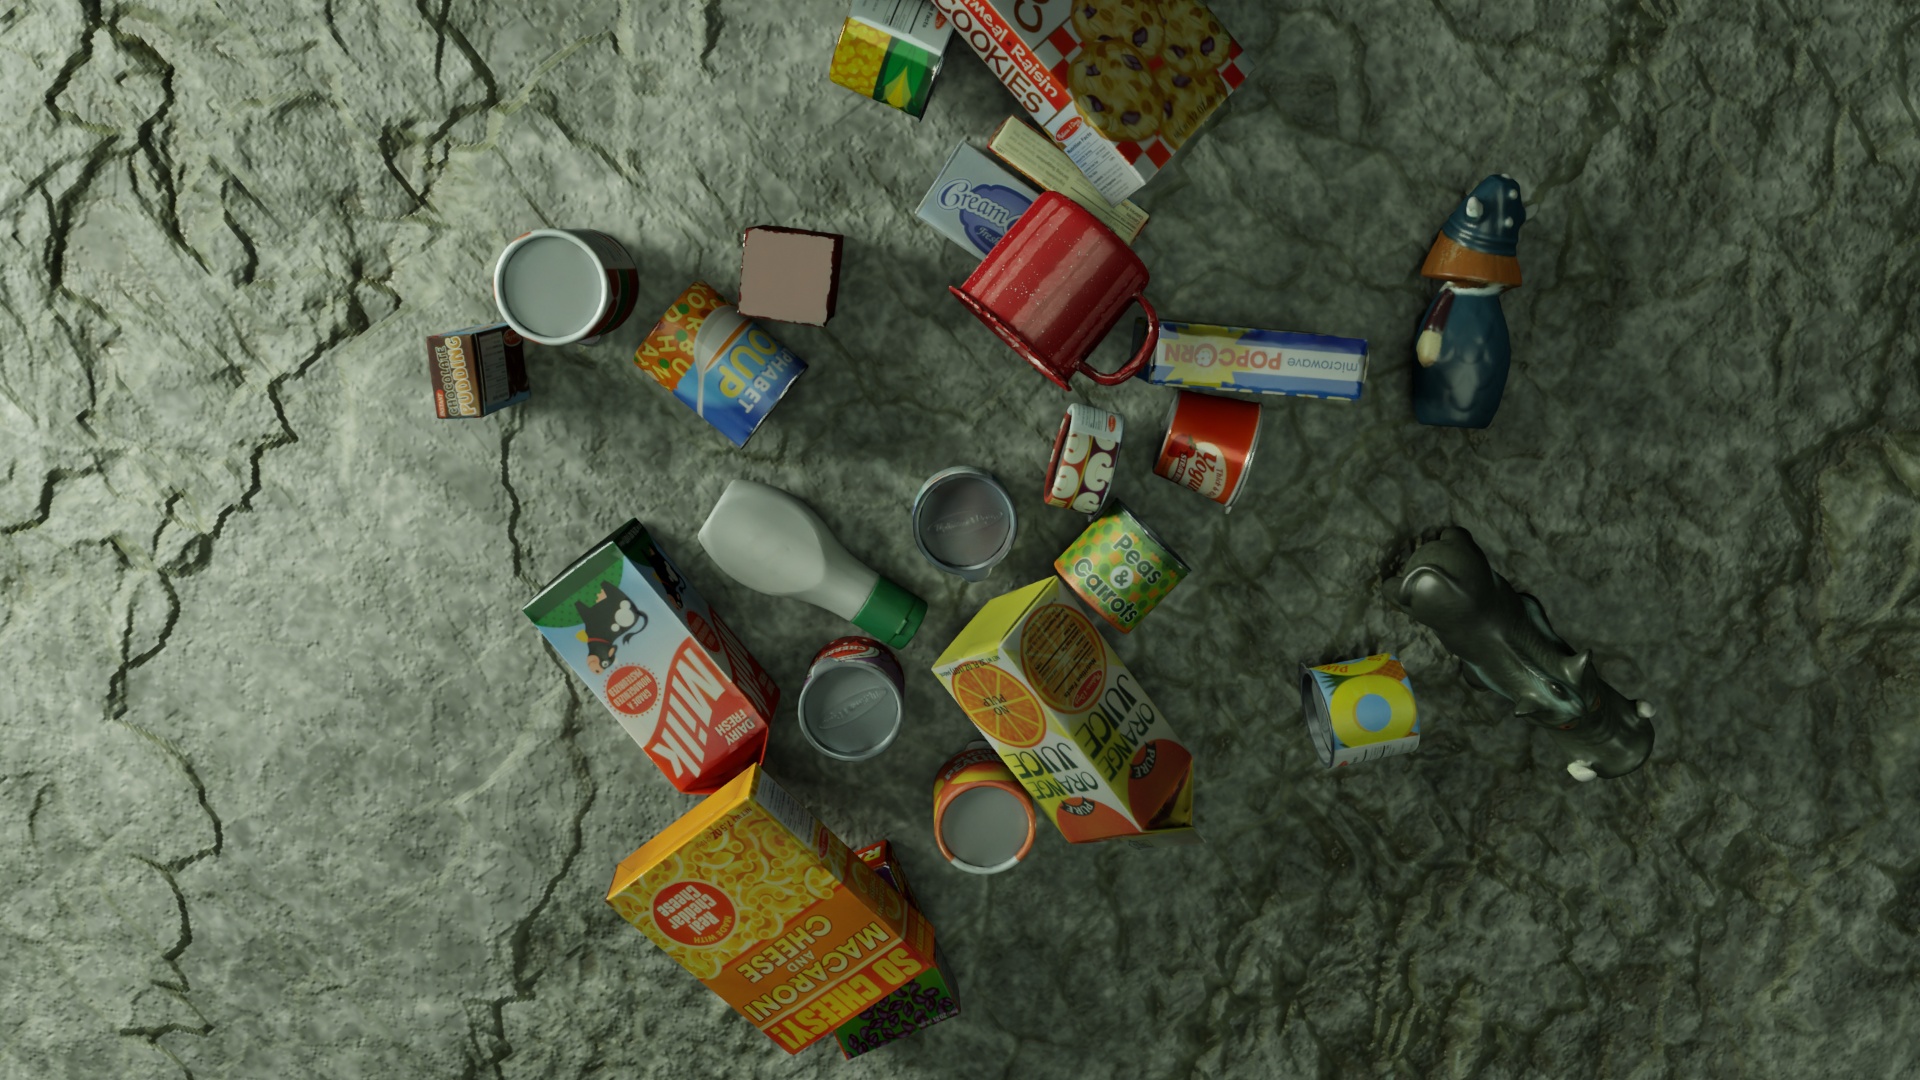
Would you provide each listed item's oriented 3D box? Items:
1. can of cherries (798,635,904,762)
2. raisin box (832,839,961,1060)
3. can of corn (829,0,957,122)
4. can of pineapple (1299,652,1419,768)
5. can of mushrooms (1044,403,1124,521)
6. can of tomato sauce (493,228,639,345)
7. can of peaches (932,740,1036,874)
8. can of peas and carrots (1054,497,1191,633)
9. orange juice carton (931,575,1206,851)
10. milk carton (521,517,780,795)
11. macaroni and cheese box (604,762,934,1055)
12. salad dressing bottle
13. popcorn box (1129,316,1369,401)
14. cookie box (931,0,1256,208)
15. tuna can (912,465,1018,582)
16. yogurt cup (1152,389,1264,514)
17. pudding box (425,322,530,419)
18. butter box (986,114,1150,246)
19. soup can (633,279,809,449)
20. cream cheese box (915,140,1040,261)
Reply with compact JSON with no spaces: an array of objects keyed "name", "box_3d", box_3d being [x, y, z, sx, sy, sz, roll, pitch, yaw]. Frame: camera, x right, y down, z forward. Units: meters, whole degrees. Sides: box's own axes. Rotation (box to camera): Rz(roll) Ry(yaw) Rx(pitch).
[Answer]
[{"name":"can of cherries","box_3d":[-0.069,0.098,0.888,0.071,0.058,0.071,0,103,-1]},{"name":"raisin box","box_3d":[-0.063,0.276,0.936,0.086,0.040,0.123,-23,101,4]},{"name":"can of corn","box_3d":[-0.038,-0.284,0.805,0.058,0.071,0.071,21,101,-6]},{"name":"can of pineapple","box_3d":[0.257,0.108,0.899,0.058,0.071,0.071,-11,103,0]},{"name":"can of mushrooms","box_3d":[0.075,-0.048,0.858,0.033,0.071,0.071,14,101,-4]},{"name":"can of tomato sauce","box_3d":[-0.231,-0.148,0.816,0.071,0.083,0.071,0,102,-2]},{"name":"can of peaches","box_3d":[0.015,0.174,0.907,0.071,0.058,0.071,0,103,-2]},{"name":"can of peas and carrots","box_3d":[0.101,0.017,0.871,0.071,0.071,0.058,42,98,-10]},{"name":"orange juice carton","box_3d":[0.077,0.124,0.878,0.192,0.071,0.073,52,51,-11]},{"name":"milk carton","box_3d":[-0.177,0.086,0.874,0.073,0.072,0.190,-37,101,6]},{"name":"macaroni and cheese box","box_3d":[-0.116,0.232,0.867,0.123,0.040,0.166,-37,110,17]},{"name":"salad dressing bottle","box_3d":[-0.092,0.018,0.878,0.147,0.044,0.064,32,97,-9]},{"name":"popcorn box","box_3d":[0.171,-0.110,0.839,0.127,0.085,0.038,4,101,-3]},{"name":"cookie box","box_3d":[0.074,-0.293,0.792,0.167,0.040,0.123,46,64,-10]},{"name":"tuna can","box_3d":[0.003,-0.011,0.880,0.071,0.033,0.071,0,102,-2]},{"name":"yogurt cup","box_3d":[0.152,-0.060,0.861,0.054,0.072,0.072,17,101,2]},{"name":"pudding box","box_3d":[-0.285,-0.101,0.824,0.030,0.084,0.049,-3,103,2]},{"name":"butter box","box_3d":[0.064,-0.215,0.829,0.103,0.053,0.024,34,102,-8]},{"name":"soup can","box_3d":[-0.143,-0.107,0.835,0.084,0.071,0.071,39,98,-9]},{"name":"cream cheese box","box_3d":[0.029,-0.192,0.847,0.104,0.024,0.053,33,98,-9]}]
